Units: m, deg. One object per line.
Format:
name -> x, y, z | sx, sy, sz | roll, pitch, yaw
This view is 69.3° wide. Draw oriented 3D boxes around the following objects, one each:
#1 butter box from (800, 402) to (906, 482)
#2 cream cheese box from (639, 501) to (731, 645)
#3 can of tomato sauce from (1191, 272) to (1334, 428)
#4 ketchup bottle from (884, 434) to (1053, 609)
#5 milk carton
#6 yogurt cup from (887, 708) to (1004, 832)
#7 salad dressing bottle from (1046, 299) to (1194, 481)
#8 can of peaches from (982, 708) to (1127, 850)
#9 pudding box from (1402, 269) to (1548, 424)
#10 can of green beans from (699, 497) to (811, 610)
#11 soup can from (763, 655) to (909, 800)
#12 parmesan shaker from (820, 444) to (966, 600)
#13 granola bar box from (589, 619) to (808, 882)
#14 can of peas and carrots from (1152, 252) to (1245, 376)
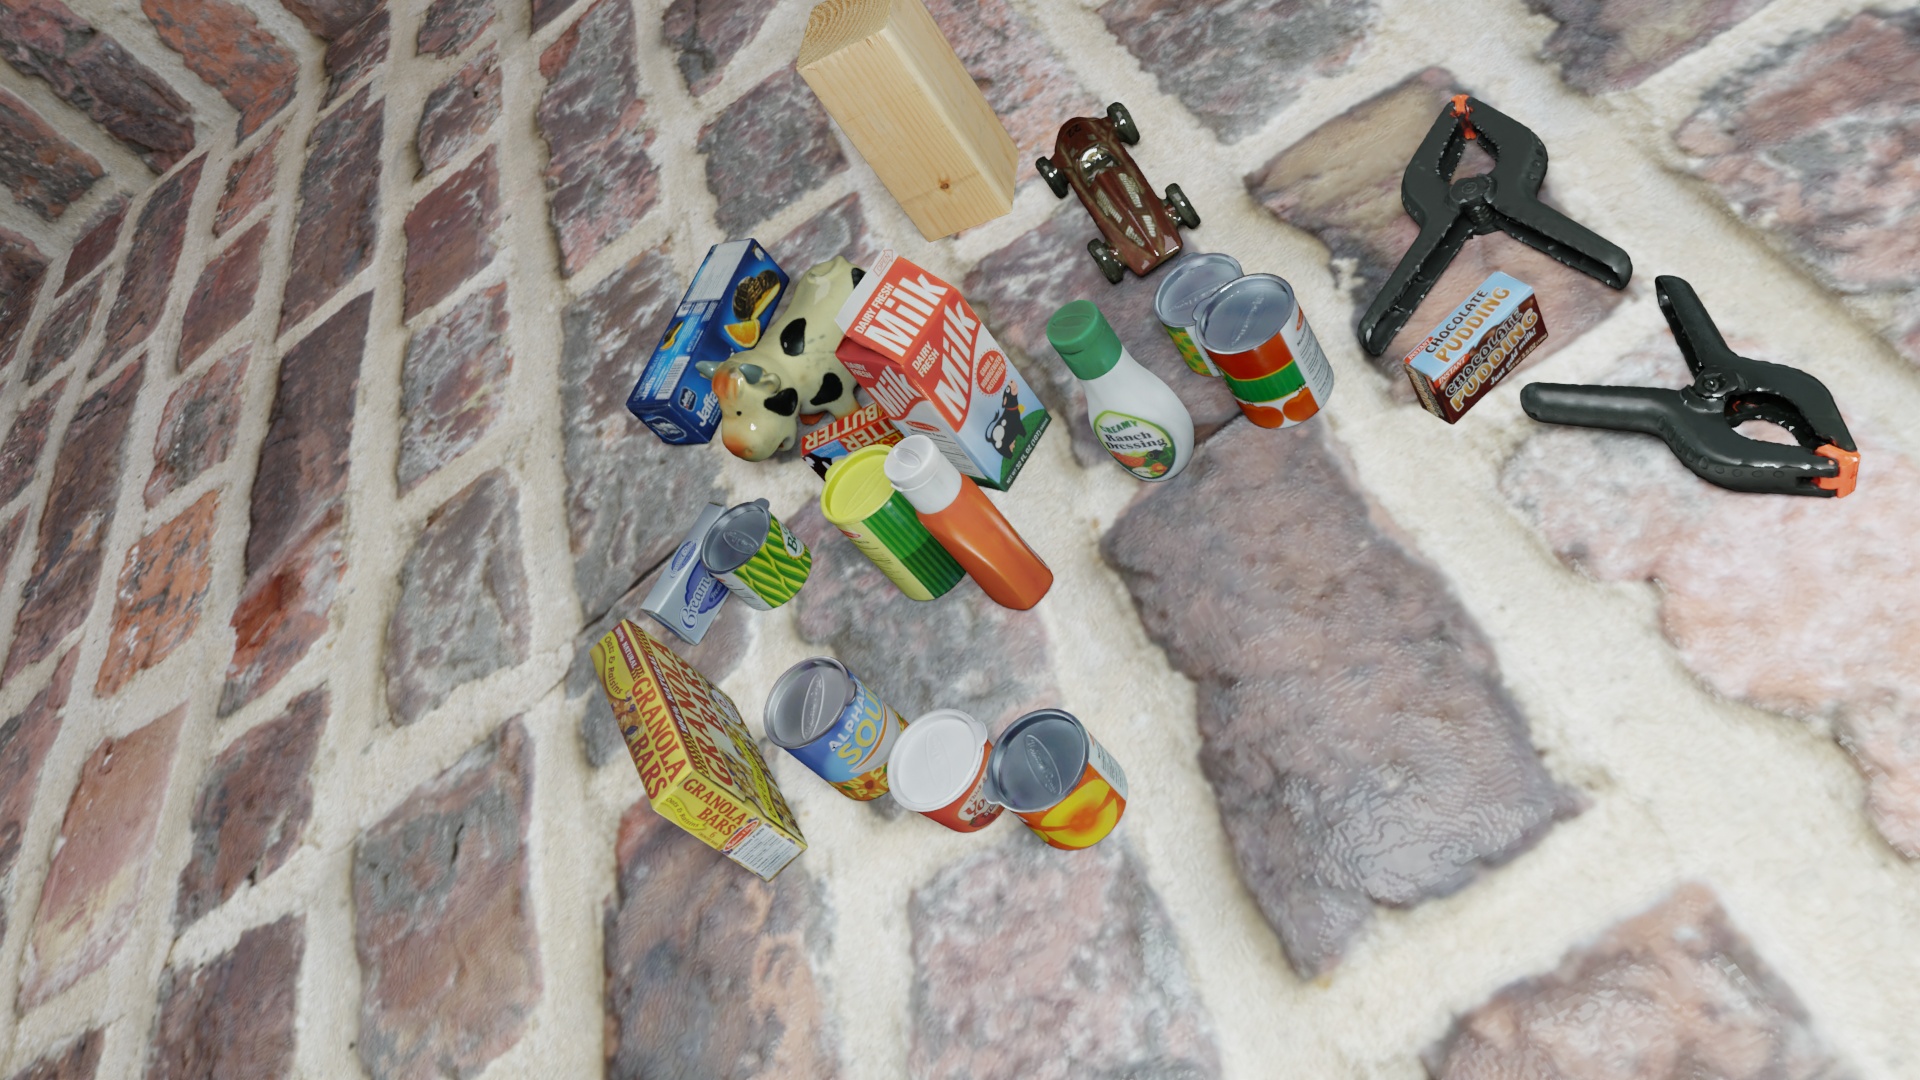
butter box -> -0.069, -0.078, 1.090 | 0.103, 0.053, 0.024 | -24, 46, 19
cream cheese box -> -0.205, 0.027, 1.104 | 0.024, 0.053, 0.104 | 13, 65, 42
can of tomato sauce -> 0.198, -0.123, 0.910 | 0.071, 0.083, 0.071 | -20, 47, 23
ketchup bottle -> 0.003, -0.011, 0.914 | 0.043, 0.148, 0.065 | -50, 43, -8
milk carton -> -0.019, -0.121, 0.988 | 0.073, 0.190, 0.072 | 15, 67, 43
yogurt cup -> -0.004, 0.146, 0.862 | 0.072, 0.053, 0.073 | -19, 47, 23
salad dressing bottle -> 0.104, -0.097, 0.910 | 0.064, 0.147, 0.044 | -1, 57, 36
can of peaches -> 0.056, 0.143, 0.819 | 0.071, 0.058, 0.071 | -19, 47, 23
pudding box -> 0.314, -0.118, 0.847 | 0.084, 0.049, 0.030 | -43, 43, -1
can of green beans -> -0.158, 0.013, 1.078 | 0.071, 0.057, 0.071 | -19, 47, 23
soup can -> -0.076, 0.124, 0.910 | 0.071, 0.083, 0.072 | -20, 47, 23
parmesan shaker -> -0.044, -0.012, 0.983 | 0.071, 0.103, 0.072 | -20, 47, 23
granola bar box -> -0.179, 0.140, 0.942 | 0.039, 0.124, 0.166 | -41, 43, 1
can of peas and carrots -> 0.176, -0.159, 0.974 | 0.071, 0.058, 0.071 | -19, 47, 23
